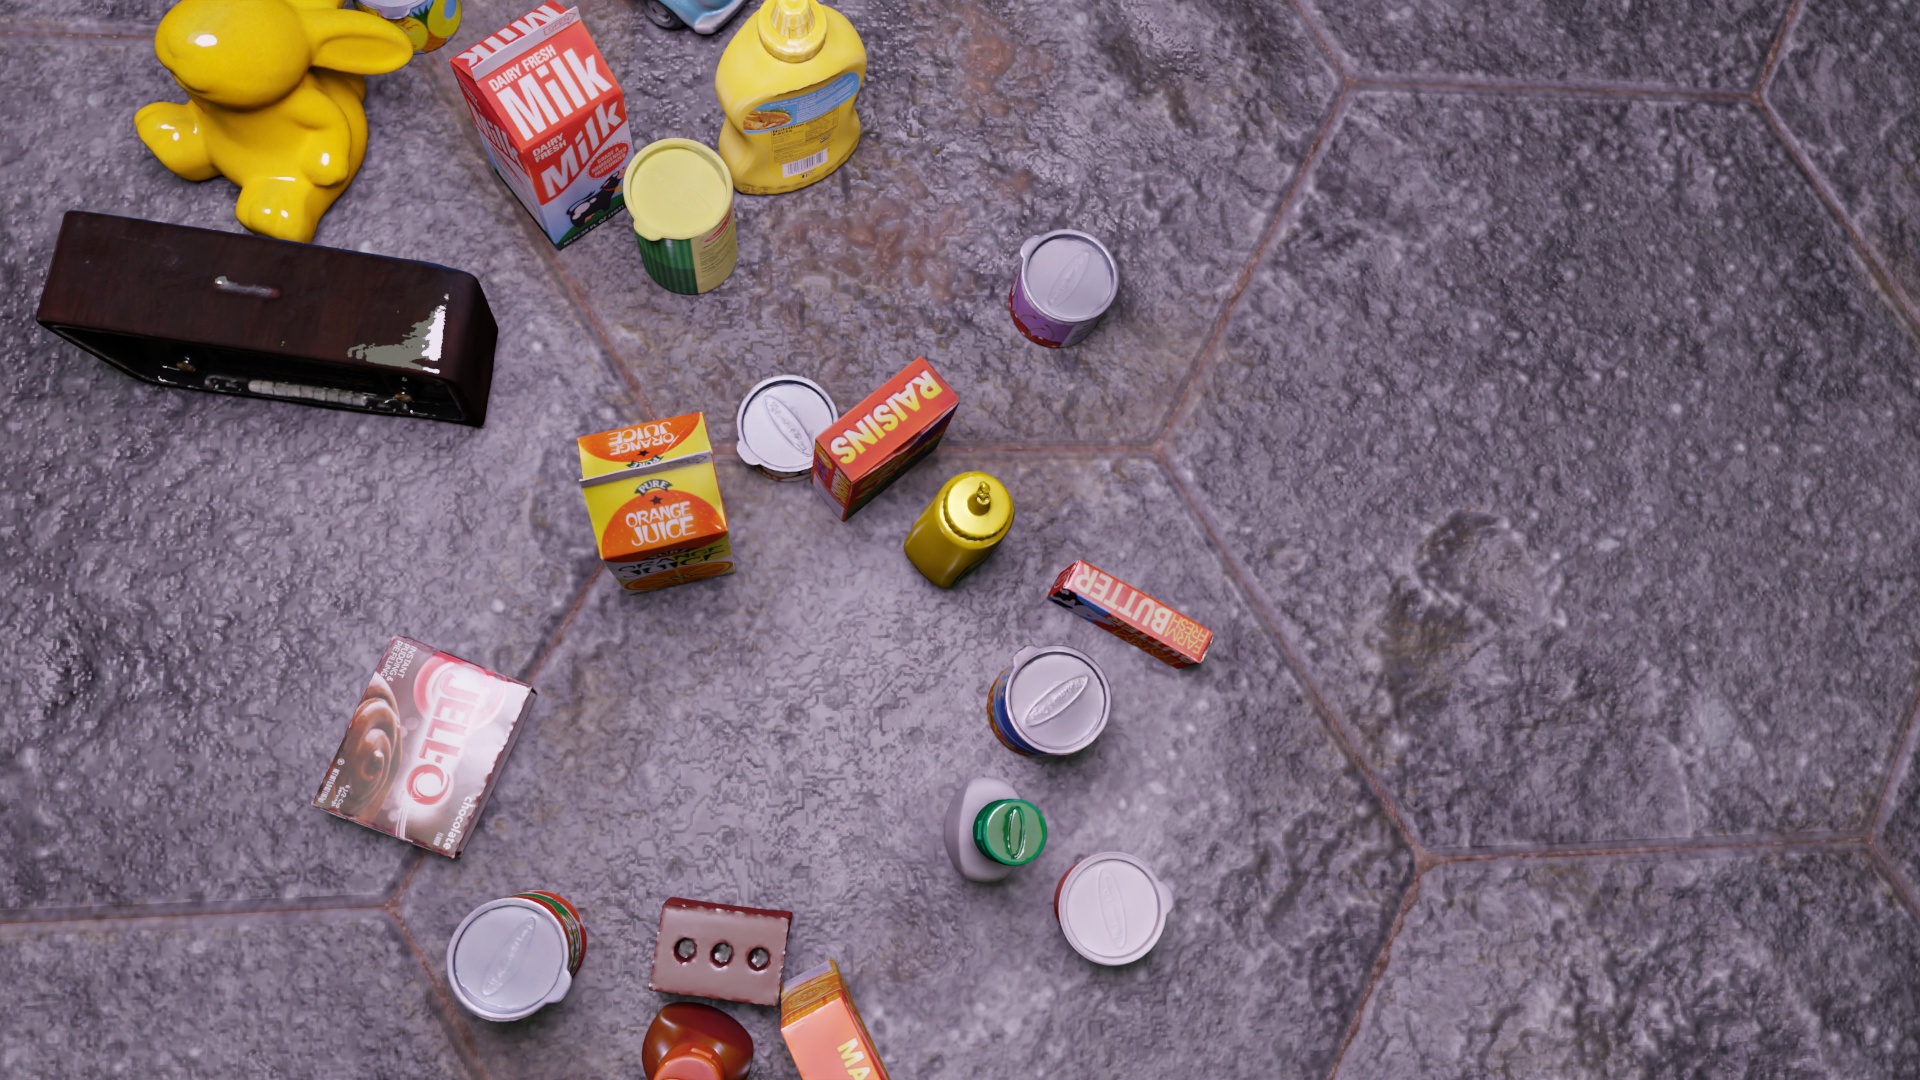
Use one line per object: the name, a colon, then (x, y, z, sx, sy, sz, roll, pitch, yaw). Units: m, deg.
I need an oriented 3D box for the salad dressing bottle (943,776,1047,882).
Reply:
salad dressing bottle: (0.020, 0.174, 0.831, 0.044, 0.147, 0.064, 5, 79, -7)

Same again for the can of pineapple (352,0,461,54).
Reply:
can of pineapple: (-0.374, -0.367, 0.929, 0.071, 0.057, 0.071, 1, 79, -7)

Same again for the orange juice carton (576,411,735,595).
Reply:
orange juice carton: (-0.178, -0.022, 0.819, 0.072, 0.192, 0.073, -13, 82, -10)

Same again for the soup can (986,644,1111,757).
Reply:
soup can: (0.053, 0.101, 0.883, 0.071, 0.083, 0.071, 1, 79, -7)

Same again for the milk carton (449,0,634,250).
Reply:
milk carton: (-0.253, -0.260, 0.857, 0.072, 0.190, 0.073, -38, 86, -12)

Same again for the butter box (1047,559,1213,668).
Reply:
butter box: (0.112, 0.049, 0.917, 0.103, 0.053, 0.024, 29, 77, -2)

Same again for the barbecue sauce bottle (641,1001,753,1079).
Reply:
barbecue sauce bottle: (-0.150, 0.295, 0.784, 0.065, 0.148, 0.044, 23, 77, -3)

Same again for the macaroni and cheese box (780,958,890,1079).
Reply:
macaroni and cheese box: (-0.059, 0.309, 0.784, 0.040, 0.166, 0.124, -25, 84, -11)

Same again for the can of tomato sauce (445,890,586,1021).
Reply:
can of tomato sauce: (-0.256, 0.241, 0.813, 0.071, 0.083, 0.071, 1, 79, -7)

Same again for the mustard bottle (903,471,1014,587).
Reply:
mustard bottle: (0.003, -0.011, 0.859, 0.065, 0.160, 0.049, -44, 88, -13)

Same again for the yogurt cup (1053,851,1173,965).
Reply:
yogurt cup: (0.091, 0.231, 0.878, 0.072, 0.054, 0.072, 1, 79, -8)

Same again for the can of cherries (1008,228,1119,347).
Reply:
can of cherries: (0.068, -0.173, 0.952, 0.071, 0.058, 0.071, 1, 79, -7)

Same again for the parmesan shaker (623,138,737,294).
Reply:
parmesan shaker: (-0.181, -0.205, 0.901, 0.071, 0.103, 0.071, 1, 79, -7)

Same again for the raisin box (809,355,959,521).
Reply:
raisin box: (-0.051, -0.061, 0.880, 0.086, 0.123, 0.040, -39, 87, -13)

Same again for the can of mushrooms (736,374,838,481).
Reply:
can of mushrooms: (-0.116, -0.072, 0.919, 0.071, 0.033, 0.071, 1, 79, -8)
